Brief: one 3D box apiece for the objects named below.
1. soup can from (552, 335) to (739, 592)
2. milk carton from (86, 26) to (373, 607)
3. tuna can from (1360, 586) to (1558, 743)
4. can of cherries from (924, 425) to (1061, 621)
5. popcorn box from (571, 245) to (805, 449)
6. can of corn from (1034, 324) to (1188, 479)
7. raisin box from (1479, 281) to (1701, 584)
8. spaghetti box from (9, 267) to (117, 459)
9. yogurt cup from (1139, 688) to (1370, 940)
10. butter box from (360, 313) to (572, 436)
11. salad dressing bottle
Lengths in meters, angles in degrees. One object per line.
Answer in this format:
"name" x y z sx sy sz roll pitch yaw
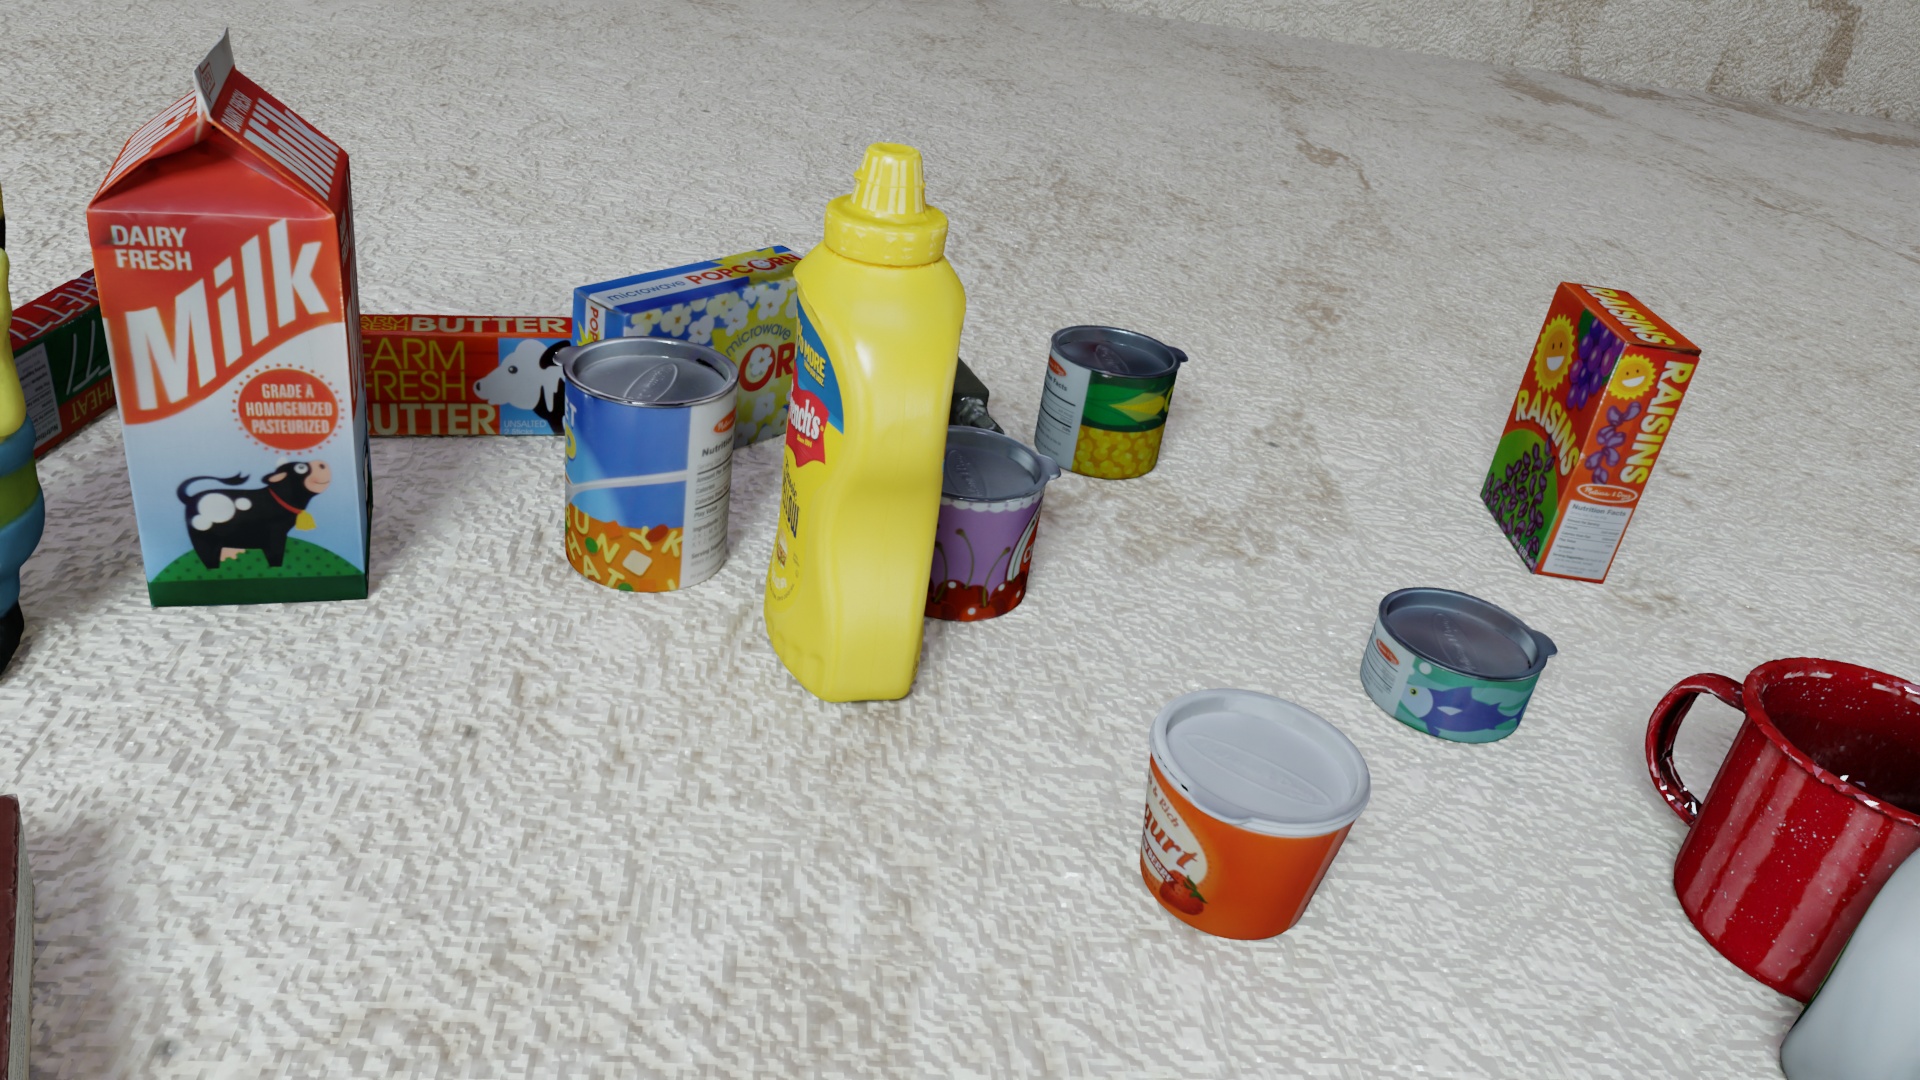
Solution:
"soup can" -0.127 -0.031 0.554 0.071 0.083 0.072 7 29 -4
"milk carton" -0.250 -0.075 0.486 0.073 0.189 0.072 -2 31 -20
"tuna can" 0.199 0.050 0.557 0.071 0.032 0.071 7 29 -4
"can of cherries" 0.002 -0.007 0.575 0.071 0.058 0.072 7 29 -4
"popcorn box" -0.121 -0.084 0.648 0.038 0.084 0.127 28 34 30
"can of corn" 0.076 -0.071 0.711 0.071 0.058 0.071 7 29 -4
"raisin box" 0.305 -0.054 0.680 0.040 0.122 0.086 8 29 -2
"spaghetti box" -0.384 -0.076 0.594 0.029 0.050 0.251 9 29 -1
"yogurt cup" 0.088 0.087 0.437 0.072 0.053 0.073 7 29 -4
"butter box" -0.228 -0.075 0.634 0.104 0.052 0.024 -2 30 -19
"salad dressing bottle" 0.273 0.100 0.371 0.064 0.147 0.044 -6 32 -25
